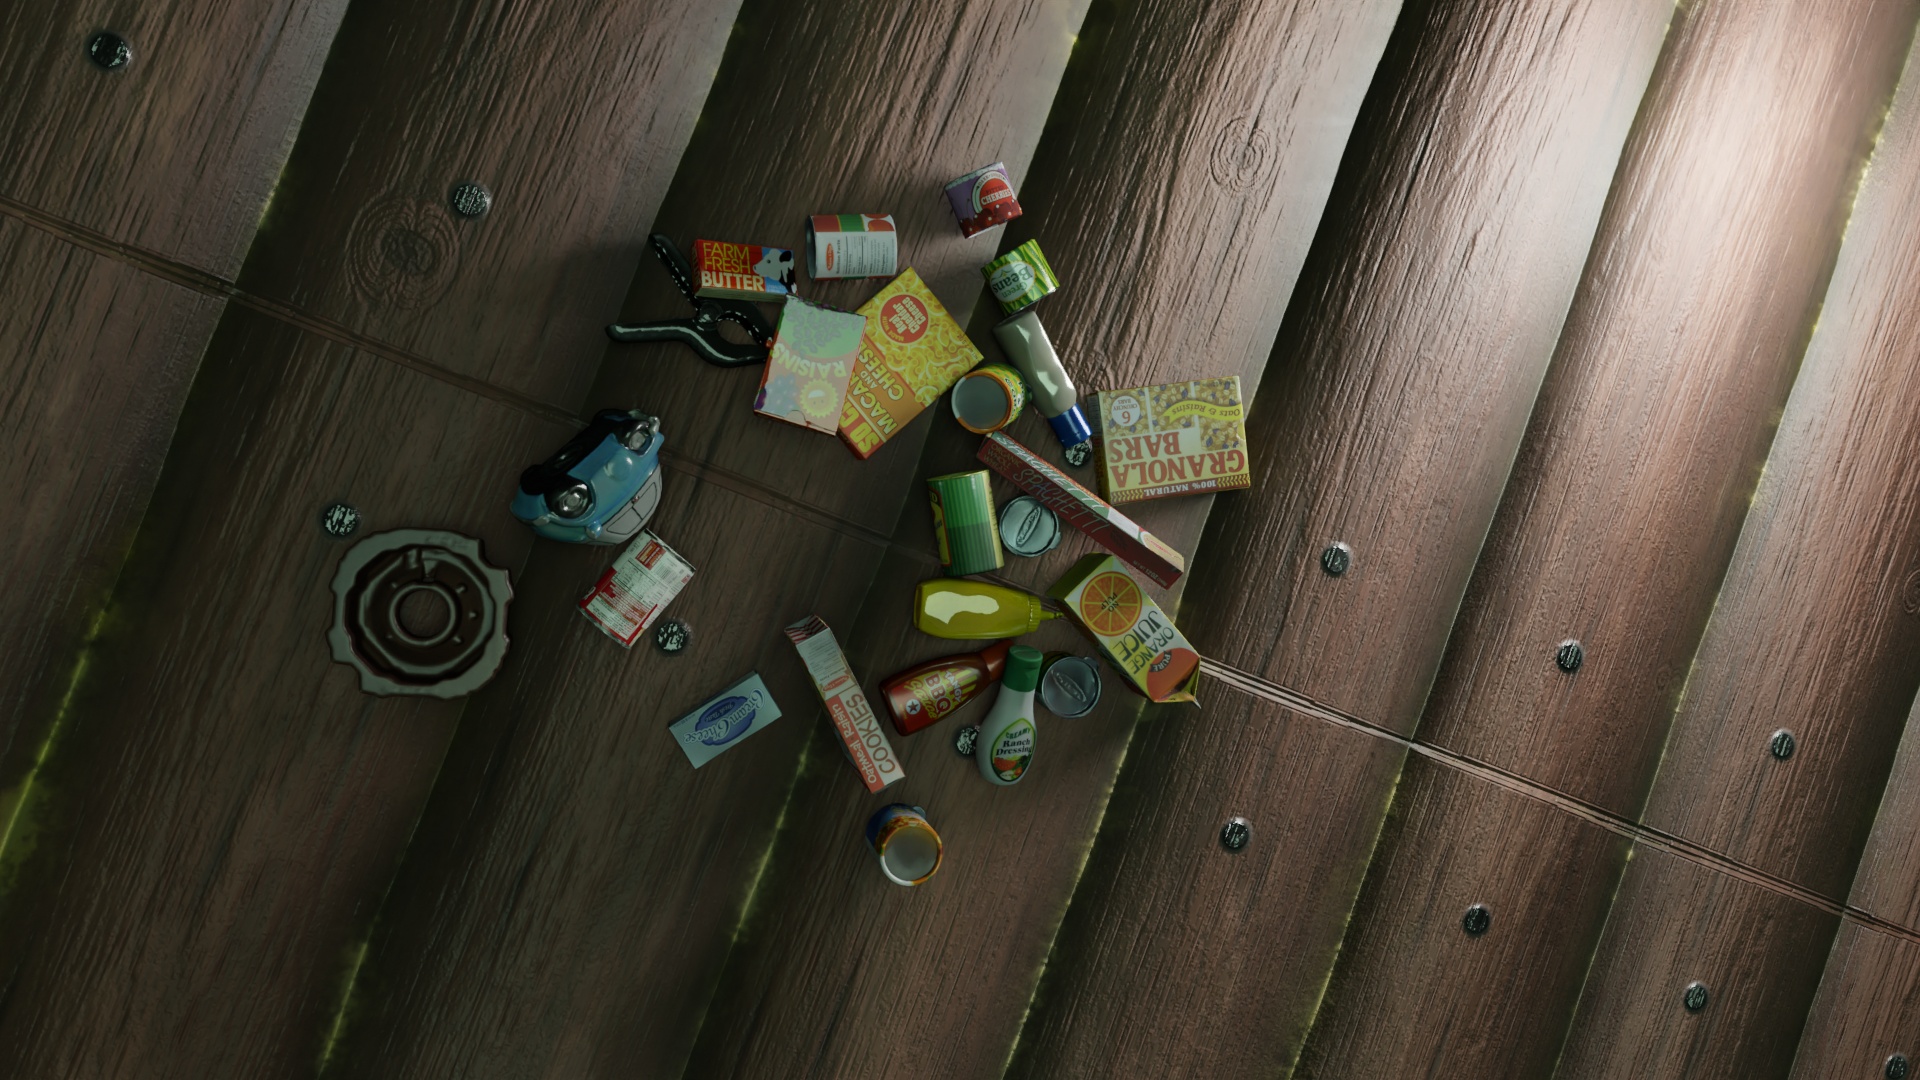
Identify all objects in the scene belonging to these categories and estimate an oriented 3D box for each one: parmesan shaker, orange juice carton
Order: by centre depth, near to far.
[{"bbox_3d":[0.005,-0.018,1.442,0.071,0.071,0.103,-10,95,-13],"label":"parmesan shaker"},{"bbox_3d":[0.186,0.106,1.492,0.073,0.072,0.192,-43,101,-8],"label":"orange juice carton"}]

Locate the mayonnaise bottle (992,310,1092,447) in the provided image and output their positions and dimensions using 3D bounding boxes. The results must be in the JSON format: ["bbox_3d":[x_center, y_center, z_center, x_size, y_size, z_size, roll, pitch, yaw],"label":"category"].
[{"bbox_3d":[0.089,-0.169,1.464,0.041,0.064,0.148,-35,104,-18],"label":"mayonnaise bottle"}]

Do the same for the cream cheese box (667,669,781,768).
[{"bbox_3d":[-0.239,0.182,1.414,0.104,0.024,0.053,-32,101,-11],"label":"cream cheese box"}]

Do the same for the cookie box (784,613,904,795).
[{"bbox_3d":[-0.119,0.162,1.392,0.040,0.123,0.167,-27,99,-10],"label":"cookie box"}]

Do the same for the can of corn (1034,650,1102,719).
[{"bbox_3d":[0.112,0.151,1.482,0.071,0.058,0.071,-1,92,-14],"label":"can of corn"}]

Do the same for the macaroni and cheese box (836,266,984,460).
[{"bbox_3d":[-0.079,-0.182,1.431,0.167,0.040,0.123,-42,100,-9],"label":"macaroni and cheese box"}]

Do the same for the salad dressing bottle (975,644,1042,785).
[{"bbox_3d":[0.054,0.182,1.452,0.064,0.044,0.147,-1,113,-27],"label":"salad dressing bottle"}]

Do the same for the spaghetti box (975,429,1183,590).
[{"bbox_3d":[0.126,-0.035,1.459,0.250,0.050,0.028,35,110,-3],"label":"spaghetti box"}]

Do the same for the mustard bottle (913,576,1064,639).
[{"bbox_3d":[0.032,0.075,1.464,0.160,0.049,0.065,6,91,-15],"label":"mustard bottle"}]

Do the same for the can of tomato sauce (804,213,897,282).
[{"bbox_3d":[-0.112,-0.298,1.407,0.083,0.071,0.071,-5,94,-14],"label":"can of tomato sauce"}]

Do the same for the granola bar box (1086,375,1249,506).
[{"bbox_3d":[0.227,-0.109,1.510,0.166,0.039,0.124,-8,94,-13],"label":"granola bar box"}]

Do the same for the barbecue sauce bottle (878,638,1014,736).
[{"bbox_3d":[-0.008,0.148,1.460,0.149,0.043,0.064,-23,101,-12],"label":"barbecue sauce bottle"}]

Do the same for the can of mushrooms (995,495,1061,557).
[{"bbox_3d":[0.071,-0.014,1.478,0.071,0.033,0.071,0,92,-14],"label":"can of mushrooms"}]

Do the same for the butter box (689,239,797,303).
[{"bbox_3d":[-0.215,-0.267,1.384,0.104,0.024,0.053,0,73,-27],"label":"butter box"}]

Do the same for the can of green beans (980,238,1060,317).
[{"bbox_3d":[0.062,-0.274,1.449,0.071,0.071,0.057,-31,99,-11],"label":"can of green beans"}]

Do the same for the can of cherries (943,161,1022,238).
[{"bbox_3d":[0.024,-0.351,1.434,0.071,0.071,0.058,-25,98,-12],"label":"can of cherries"}]

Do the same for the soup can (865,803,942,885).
[{"bbox_3d":[-0.057,0.311,1.433,0.071,0.084,0.071,-1,92,-14],"label":"soup can"}]

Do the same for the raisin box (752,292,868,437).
[{"bbox_3d":[-0.148,-0.172,1.374,0.086,0.040,0.123,16,86,-8],"label":"raisin box"}]

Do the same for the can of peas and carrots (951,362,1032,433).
[{"bbox_3d":[0.033,-0.147,1.436,0.071,0.059,0.070,6,107,19],"label":"can of peas and carrots"}]
